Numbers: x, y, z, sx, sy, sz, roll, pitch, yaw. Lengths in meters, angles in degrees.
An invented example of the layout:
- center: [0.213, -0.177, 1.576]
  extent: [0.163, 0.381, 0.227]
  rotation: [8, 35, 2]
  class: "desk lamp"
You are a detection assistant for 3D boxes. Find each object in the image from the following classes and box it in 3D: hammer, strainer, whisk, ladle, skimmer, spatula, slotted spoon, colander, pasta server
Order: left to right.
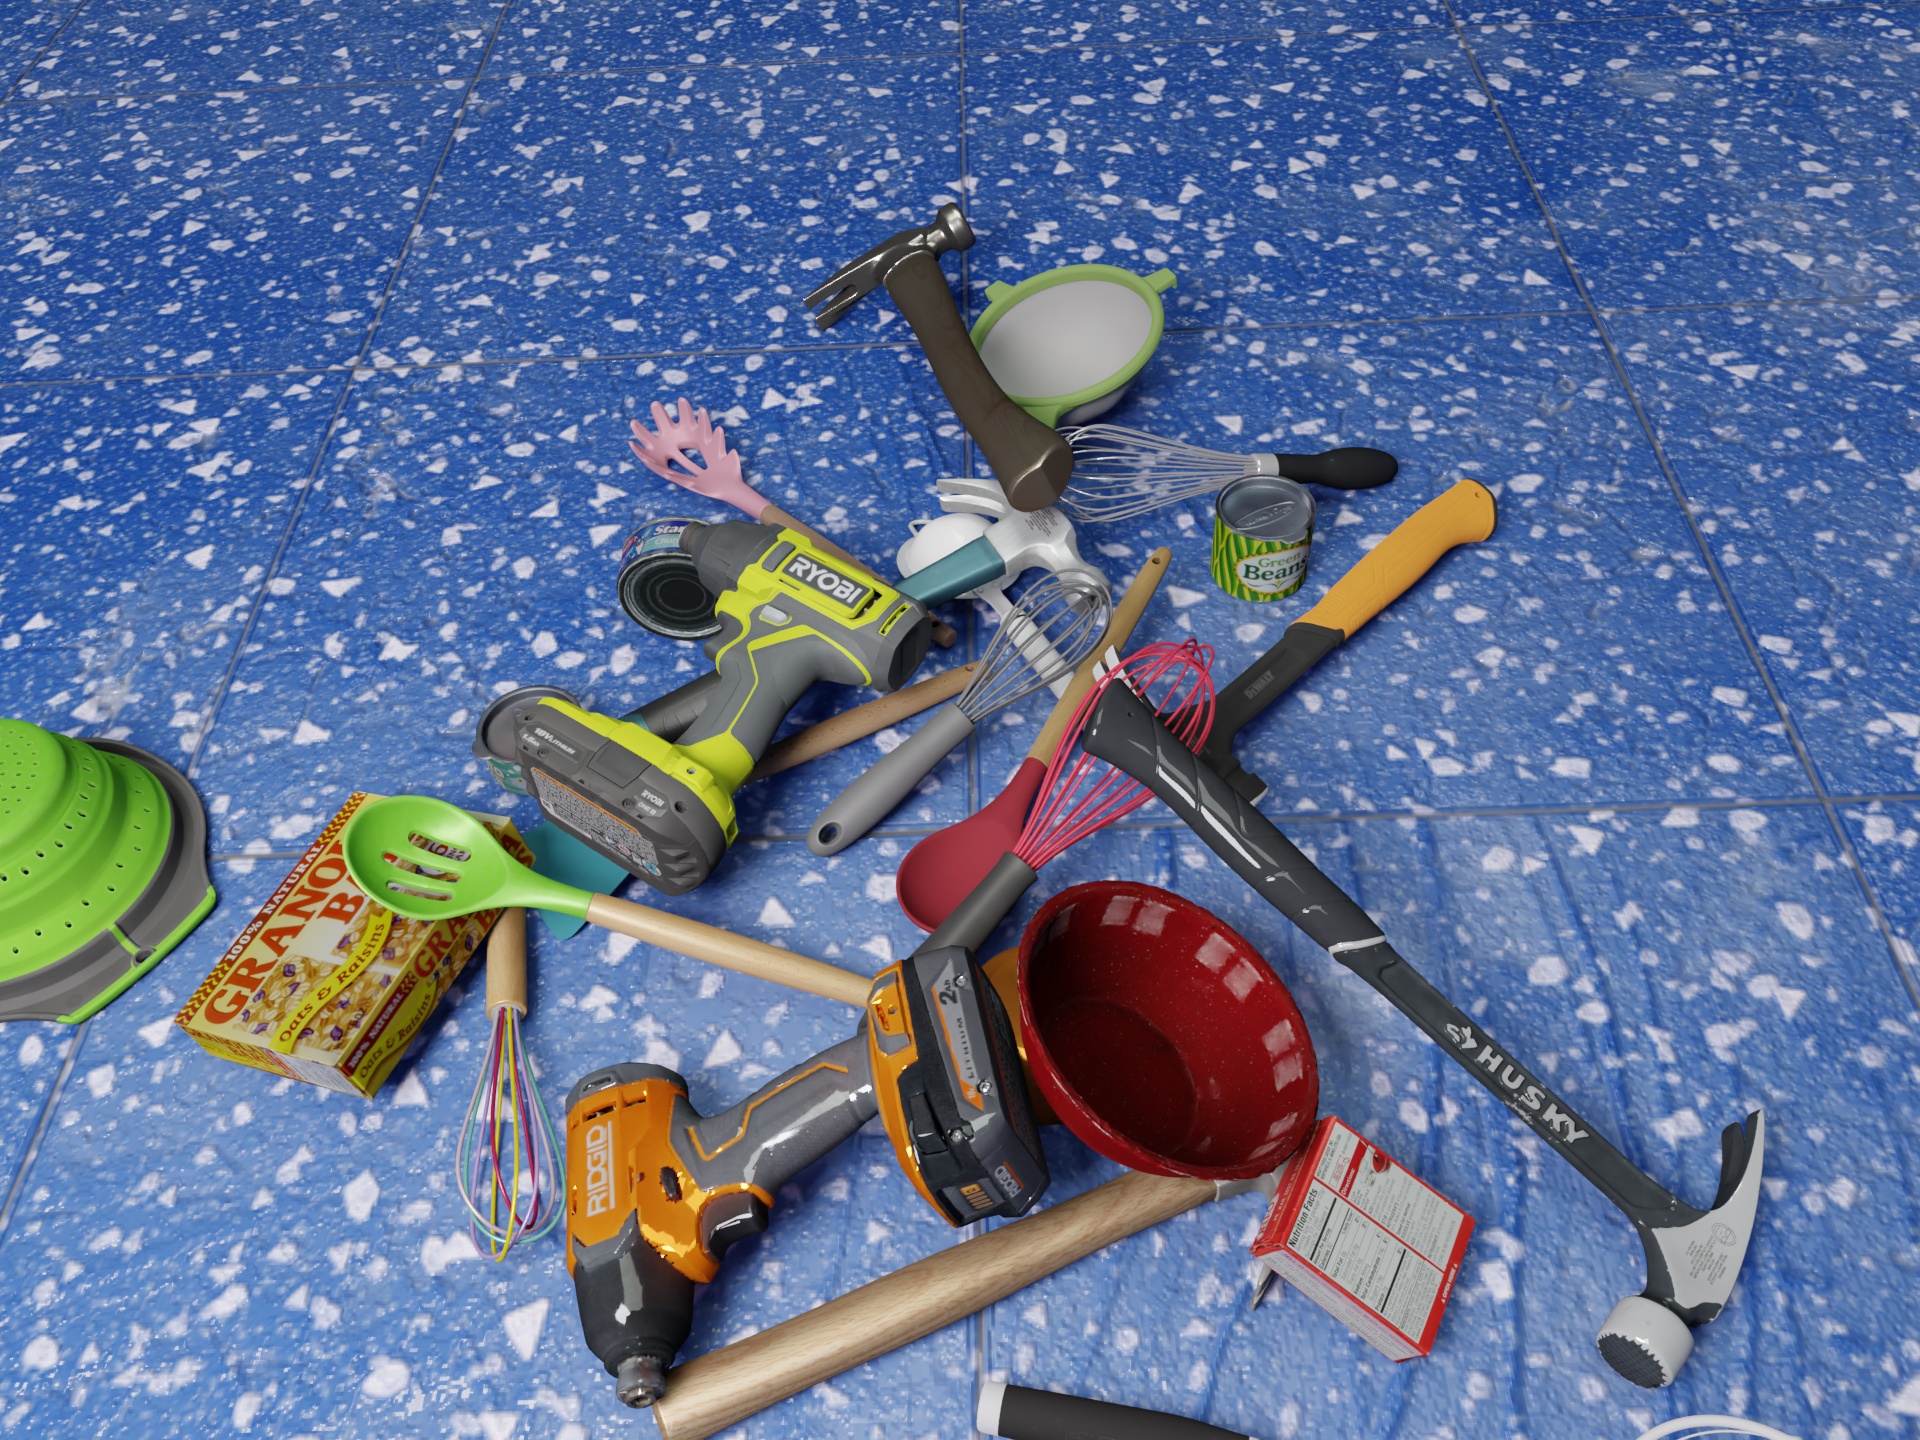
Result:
- center: [-0.628, 0.035, 0.956]
  extent: [0.397, 0.094, 0.204]
  rotation: [25, 54, 23]
  class: "colander"
- center: [-0.239, 0.171, 0.845]
  extent: [0.051, 0.047, 0.245]
  rotation: [-11, 45, -5]
  class: "whisk"
- center: [-0.174, 0.110, 0.853]
  extent: [0.313, 0.031, 0.070]
  rotation: [18, 54, -3]
  class: "slotted spoon"
- center: [-0.117, 0.031, 0.977]
  extent: [0.317, 0.044, 0.082]
  rotation: [-23, 51, -22]
  class: "spatula"
- center: [-0.120, -0.138, 1.117]
  extent: [0.316, 0.040, 0.060]
  rotation: [36, 71, 29]
  class: "pasta server"
- center: [-0.077, -0.053, 1.009]
  extent: [0.331, 0.033, 0.128]
  rotation: [-28, 62, -9]
  class: "hammer"
- center: [-0.013, -0.255, 1.138]
  extent: [0.146, 0.038, 0.411]
  rotation: [-30, 39, 6]
  class: "hammer"
- center: [-0.002, -0.004, 0.952]
  extent: [0.239, 0.055, 0.055]
  rotation: [-42, 56, -8]
  class: "whisk"
- center: [0.015, 0.261, 0.753]
  extent: [0.331, 0.031, 0.130]
  rotation: [-20, 50, -13]
  class: "hammer"
- center: [0.033, -0.072, 1.047]
  extent: [0.087, 0.050, 0.259]
  rotation: [-20, 53, -23]
  class: "strainer"
- center: [0.045, 0.065, 0.868]
  extent: [0.073, 0.073, 0.296]
  rotation: [33, 73, 29]
  class: "whisk"
- center: [0.057, 0.006, 0.960]
  extent: [0.069, 0.031, 0.315]
  rotation: [25, 61, 14]
  class: "ladle"
- center: [0.072, -0.223, 1.165]
  extent: [0.151, 0.069, 0.257]
  rotation: [2, 57, 22]
  class: "strainer"
- center: [0.178, -0.171, 1.092]
  extent: [0.284, 0.070, 0.070]
  rotation: [-4, 46, -20]
  class: "whisk"
- center: [0.234, -0.072, 1.017]
  extent: [0.337, 0.034, 0.127]
  rotation: [-37, 79, -29]
  class: "hammer"
- center: [0.217, 0.122, 0.790]
  extent: [0.409, 0.036, 0.149]
  rotation: [44, 58, 14]
  class: "hammer"
- center: [0.179, 0.323, 0.647]
  extent: [0.363, 0.090, 0.127]
  rotation: [7, 80, 13]
  class: "skimmer"

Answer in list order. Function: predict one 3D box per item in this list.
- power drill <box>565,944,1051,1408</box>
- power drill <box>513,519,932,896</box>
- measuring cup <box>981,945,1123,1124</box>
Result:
- center: [-0.079, 0.212, 0.741]
  extent: [0.226, 0.084, 0.164]
  rotation: [-22, 43, 7]
  class: "power drill"
- center: [-0.146, -0.022, 0.930]
  extent: [0.171, 0.080, 0.223]
  rotation: [28, 58, 18]
  class: "power drill"
- center: [0.081, 0.146, 0.837]
  extent: [0.173, 0.052, 0.095]
  rotation: [-19, 50, -10]
  class: "measuring cup"
